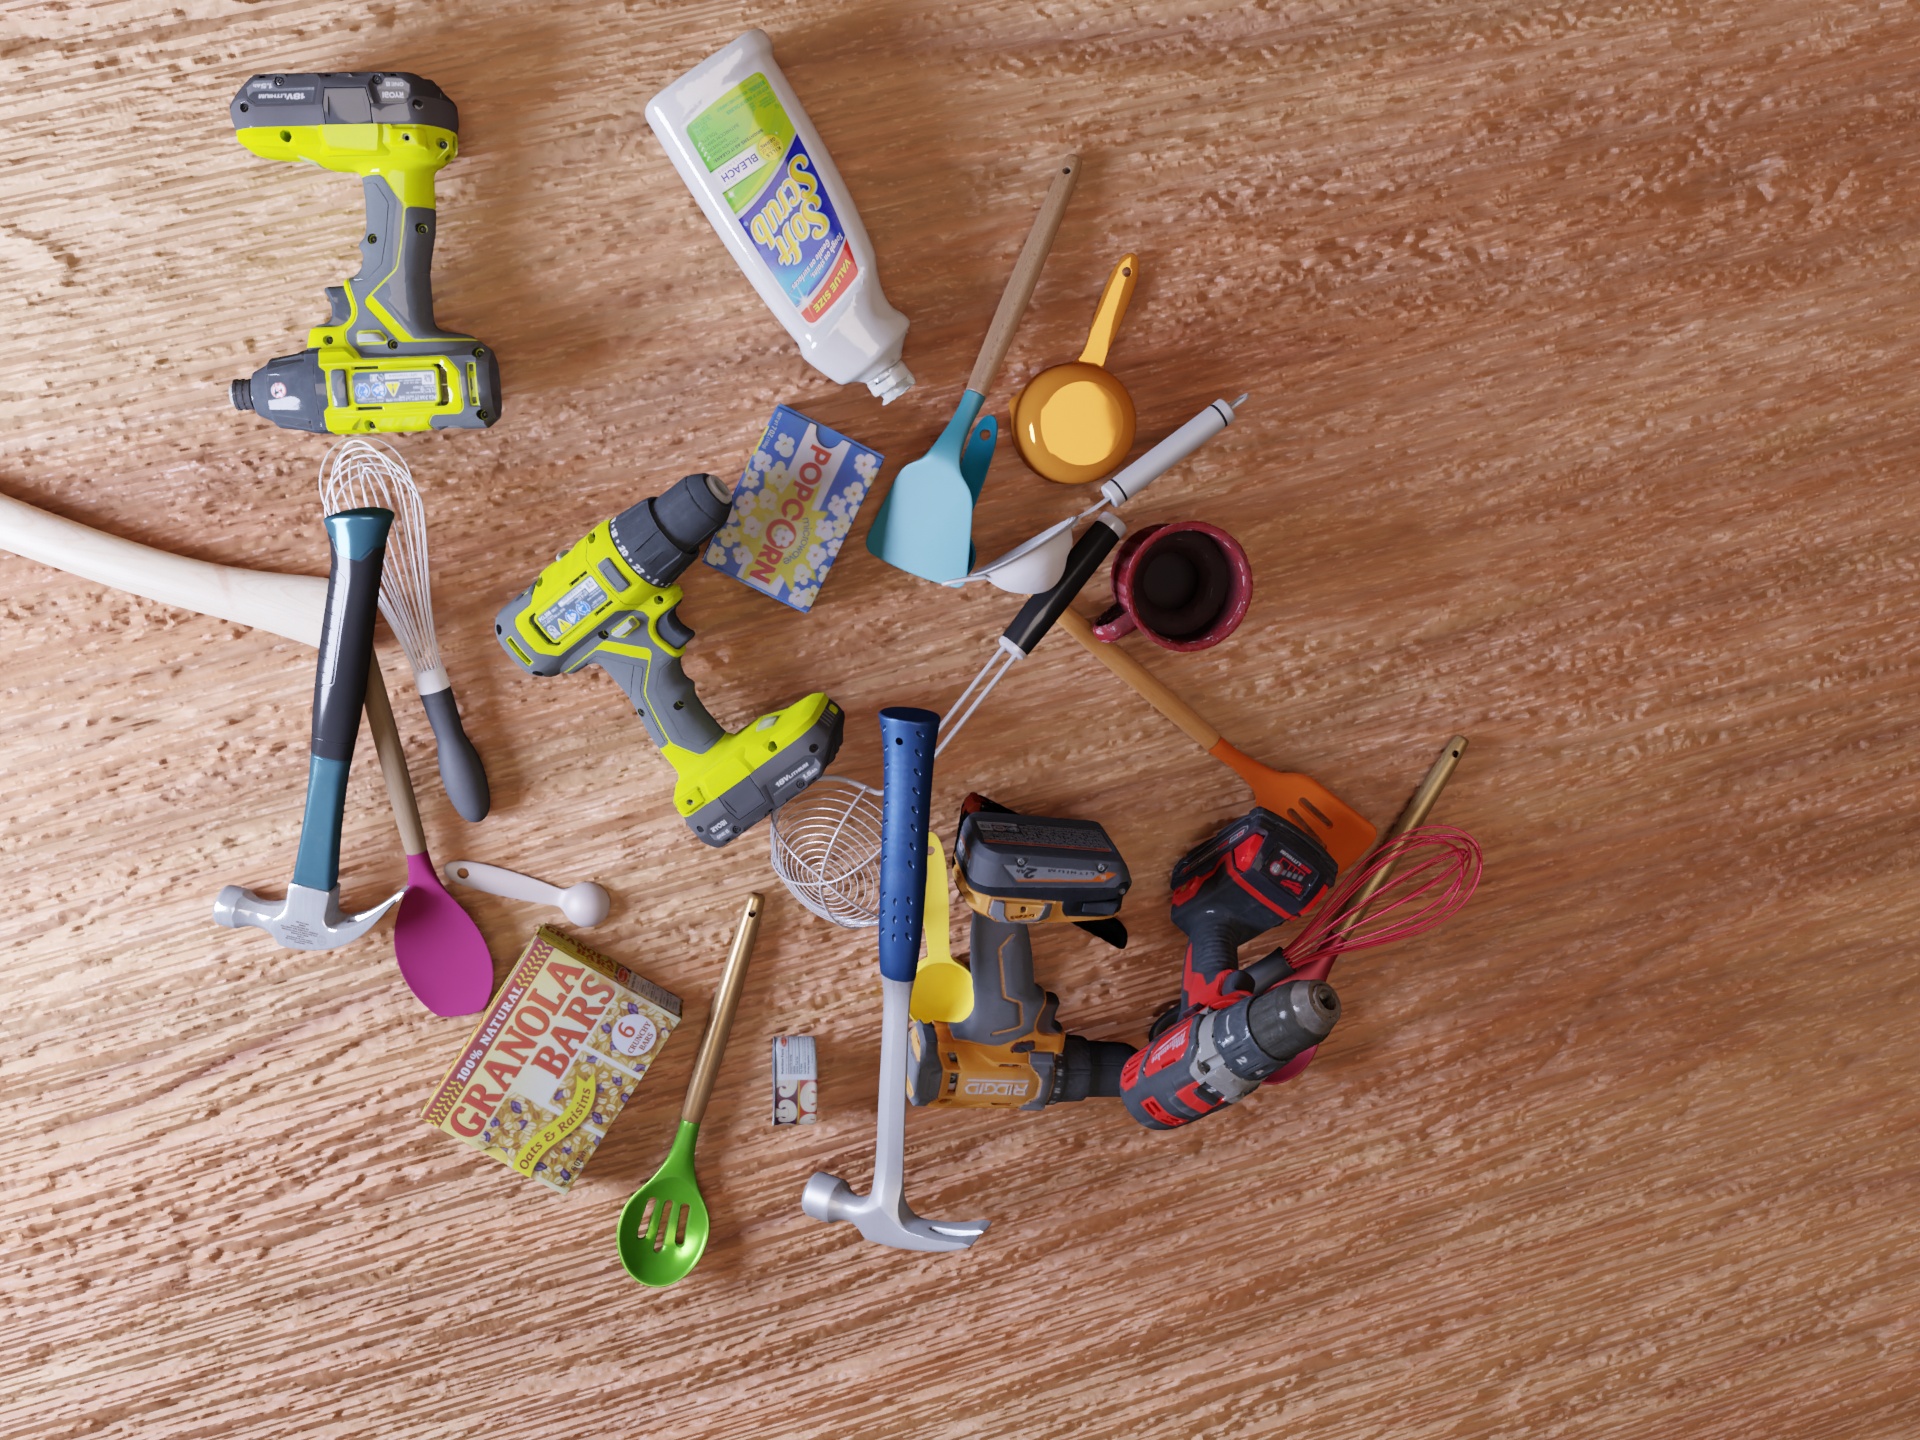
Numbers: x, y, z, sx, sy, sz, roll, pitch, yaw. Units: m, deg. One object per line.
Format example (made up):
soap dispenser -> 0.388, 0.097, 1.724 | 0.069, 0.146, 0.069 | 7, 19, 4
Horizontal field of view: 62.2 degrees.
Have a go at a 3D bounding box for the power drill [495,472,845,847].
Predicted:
power drill -> -0.186, -0.043, 1.113 | 0.190, 0.080, 0.228 | -35, 103, 17

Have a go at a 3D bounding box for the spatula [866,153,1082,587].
spatula -> 0.022, -0.255, 1.141 | 0.082, 0.044, 0.317 | 23, 89, 16

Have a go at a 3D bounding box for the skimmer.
skimmer -> -0.002, -0.004, 1.175 | 0.127, 0.090, 0.363 | 39, 86, 2

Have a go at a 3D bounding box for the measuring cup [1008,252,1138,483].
measuring cup -> 0.098, -0.253, 1.141 | 0.095, 0.052, 0.173 | 19, 99, -10

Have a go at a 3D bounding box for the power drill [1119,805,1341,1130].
power drill -> 0.204, 0.169, 1.122 | 0.080, 0.227, 0.188 | 36, 135, -12

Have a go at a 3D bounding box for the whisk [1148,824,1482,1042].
whisk -> 0.268, 0.174, 1.220 | 0.296, 0.073, 0.073 | -35, 103, 14

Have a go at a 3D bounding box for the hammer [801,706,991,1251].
hammer -> -0.039, 0.191, 1.120 | 0.144, 0.035, 0.405 | 11, 108, 25

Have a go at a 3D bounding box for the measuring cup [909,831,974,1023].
measuring cup -> -0.019, 0.159, 1.214 | 0.062, 0.029, 0.156 | -5, 98, -7

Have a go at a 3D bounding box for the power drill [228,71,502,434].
power drill -> -0.403, -0.303, 1.052 | 0.171, 0.080, 0.223 | -4, 100, -7

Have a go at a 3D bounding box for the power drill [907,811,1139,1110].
power drill -> 0.065, 0.188, 1.173 | 0.185, 0.084, 0.226 | 6, 111, -14

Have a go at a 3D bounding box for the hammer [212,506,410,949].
hammer -> -0.432, 0.010, 1.092 | 0.128, 0.033, 0.331 | 15, 109, -1

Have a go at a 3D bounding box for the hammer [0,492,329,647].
hammer -> -0.616, -0.113, 1.084 | 0.410, 0.038, 0.146 | 19, 99, -10

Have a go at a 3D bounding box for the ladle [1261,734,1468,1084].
ladle -> 0.312, 0.147, 1.254 | 0.069, 0.031, 0.315 | 32, 93, -2

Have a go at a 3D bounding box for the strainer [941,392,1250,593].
strainer -> 0.104, -0.154, 1.127 | 0.258, 0.087, 0.050 | -37, 99, -3

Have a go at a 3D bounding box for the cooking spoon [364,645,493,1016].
cooking spoon -> -0.395, 0.070, 1.138 | 0.069, 0.017, 0.318 | -8, 108, 3

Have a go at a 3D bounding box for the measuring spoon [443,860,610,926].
measuring spoon -> -0.320, 0.126, 1.173 | 0.124, 0.018, 0.034 | 16, 98, -9

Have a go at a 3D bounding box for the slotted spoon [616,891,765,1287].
slotted spoon -> -0.196, 0.280, 1.213 | 0.070, 0.031, 0.314 | 15, 96, -10

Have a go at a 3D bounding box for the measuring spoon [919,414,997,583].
measuring spoon -> 0.006, -0.161, 1.167 | 0.042, 0.021, 0.128 | 17, 89, 15

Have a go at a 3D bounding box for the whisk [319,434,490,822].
whisk -> -0.382, -0.059, 1.115 | 0.070, 0.070, 0.284 | -14, 106, -5

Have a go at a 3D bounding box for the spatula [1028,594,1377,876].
spatula -> 0.174, 0.005, 1.203 | 0.322, 0.041, 0.081 | 39, 115, -10
